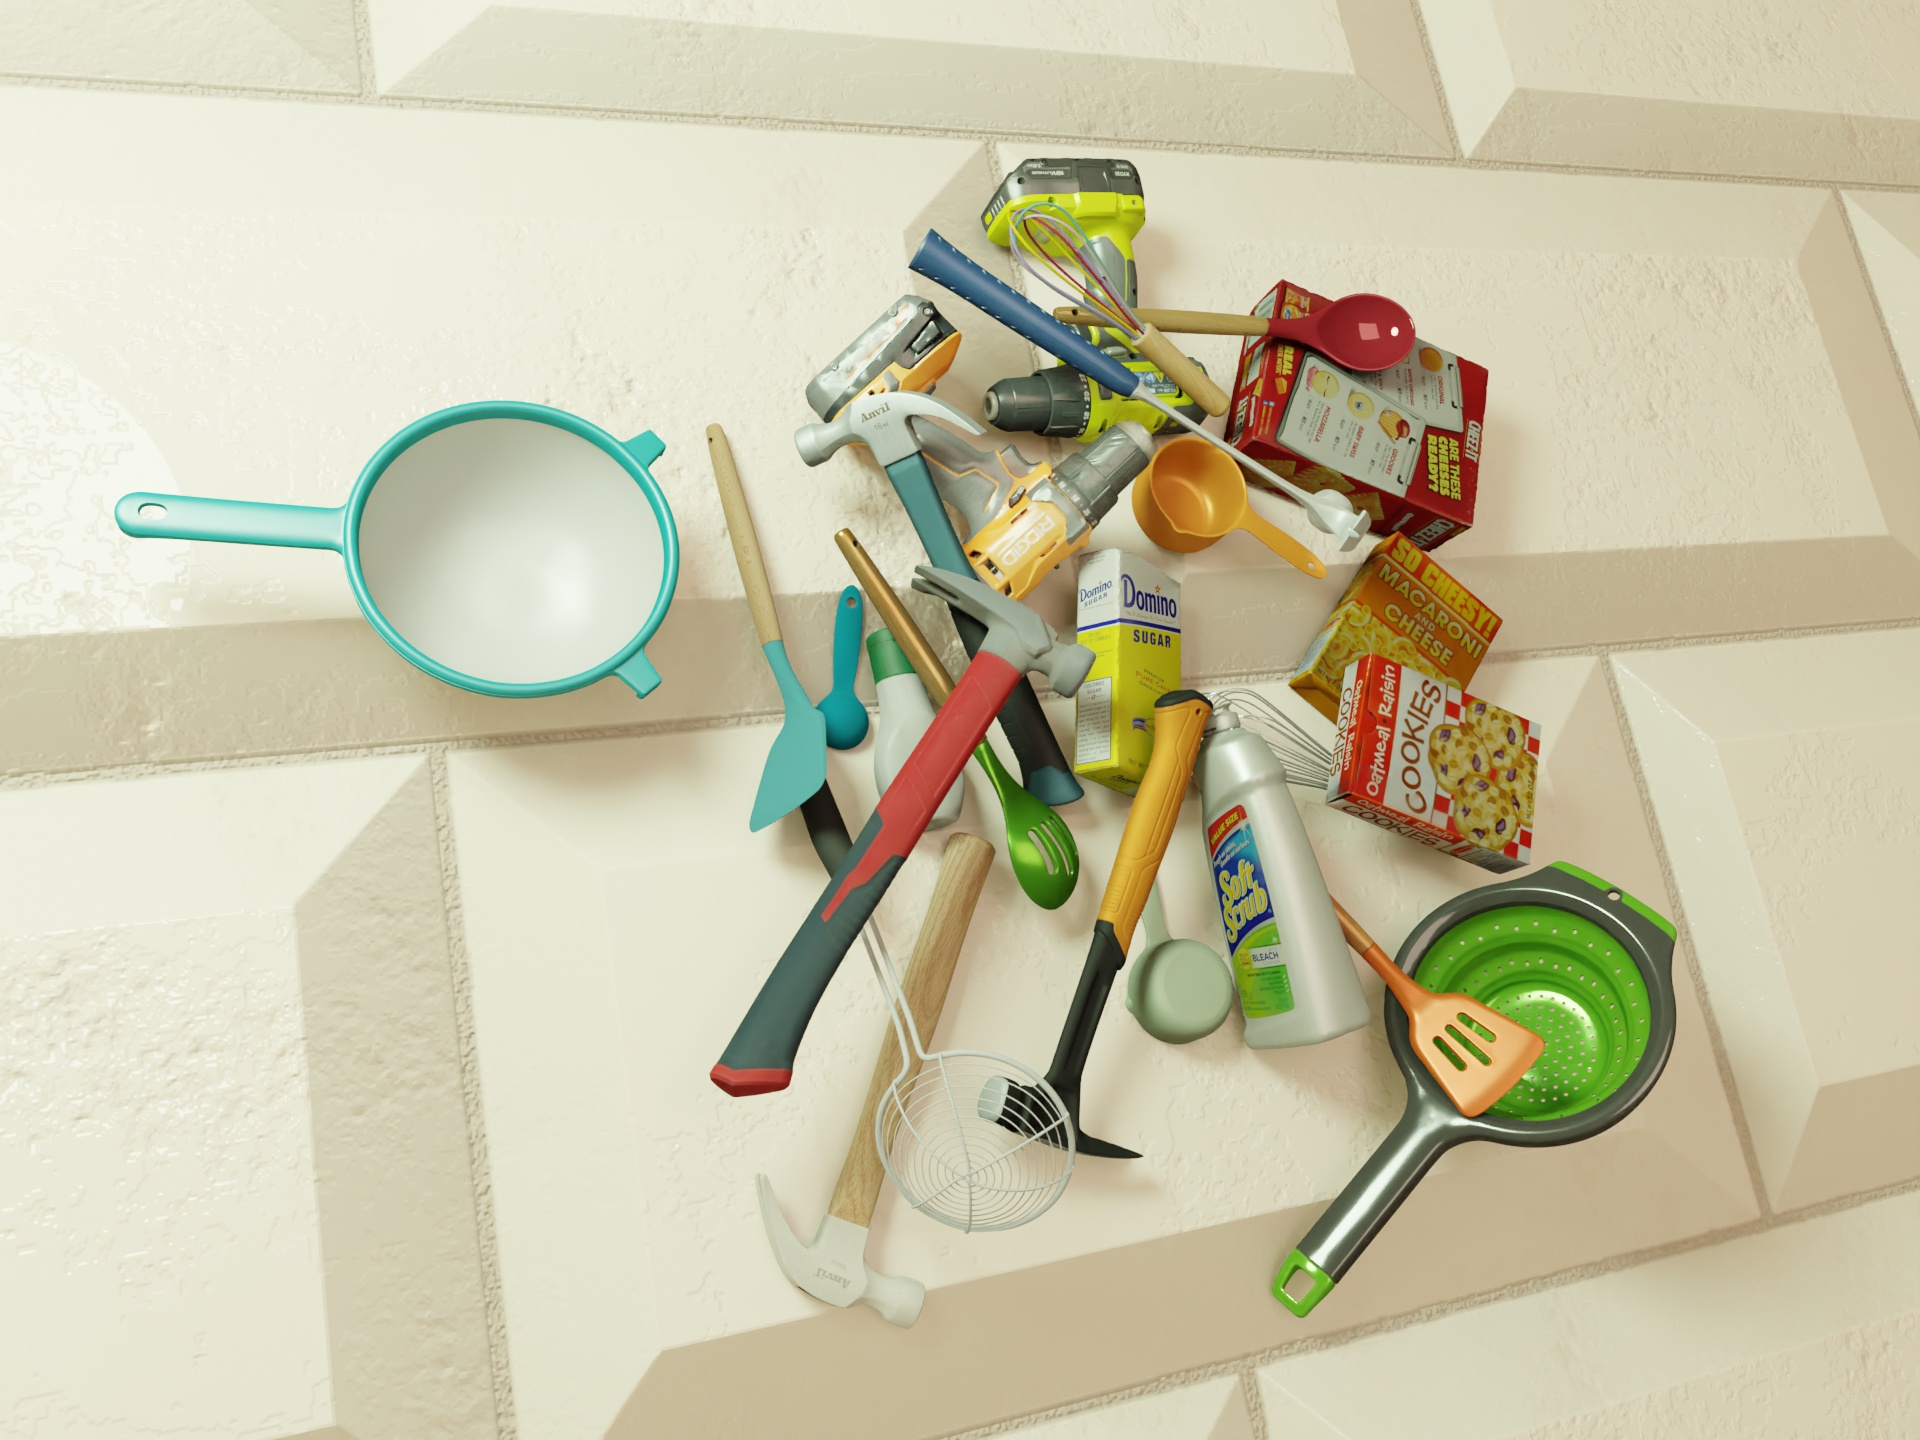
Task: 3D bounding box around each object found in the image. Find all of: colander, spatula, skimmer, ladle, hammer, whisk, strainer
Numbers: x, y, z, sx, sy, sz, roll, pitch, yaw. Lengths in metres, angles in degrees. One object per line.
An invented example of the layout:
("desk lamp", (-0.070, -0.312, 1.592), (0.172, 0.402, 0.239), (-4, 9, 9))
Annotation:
("colander", (0.377, 0.291, 1.192), (0.397, 0.094, 0.205), (-47, 51, -9))
("spatula", (0.291, 0.152, 1.196), (0.081, 0.041, 0.323), (-42, 76, -5))
("skimmer", (-0.039, 0.164, 1.069), (0.090, 0.127, 0.364), (30, 30, -54))
("ladle", (0.223, -0.319, 1.285), (0.315, 0.031, 0.069), (-1, 78, -18))
("hammer", (-0.060, 0.068, 1.044), (0.143, 0.038, 0.386), (30, 65, 6))
("spatula", (-0.147, -0.078, 1.131), (0.044, 0.082, 0.318), (4, 61, -46))
("hammer", (0.120, 0.138, 1.128), (0.127, 0.034, 0.337), (26, 77, -27))
("whisk", (0.125, -0.313, 1.223), (0.244, 0.047, 0.051), (34, 97, -29))
("strainer", (-0.361, -0.104, 1.046), (0.340, 0.095, 0.211), (3, 70, -17))
("hammer", (0.141, -0.246, 1.204), (0.405, 0.144, 0.035), (31, 105, -9))
("whisk", (0.302, 0.045, 1.264), (0.284, 0.070, 0.070), (24, 67, -17))
("hammer", (-0.042, 0.230, 1.090), (0.130, 0.031, 0.331), (24, 66, -12))
("hammer", (0.005, -0.085, 1.160), (0.128, 0.033, 0.331), (-23, 99, 15))

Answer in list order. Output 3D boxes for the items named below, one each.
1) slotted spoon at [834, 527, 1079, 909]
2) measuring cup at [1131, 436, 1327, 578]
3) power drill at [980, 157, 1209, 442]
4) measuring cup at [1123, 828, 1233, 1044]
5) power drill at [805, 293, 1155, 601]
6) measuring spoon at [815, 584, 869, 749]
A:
("slotted spoon", (-0.002, -0.004, 1.141), (0.070, 0.031, 0.314), (-34, 91, -47))
("measuring cup", (0.218, -0.158, 1.299), (0.173, 0.052, 0.095), (32, 65, -10))
("power drill", (0.092, -0.335, 1.296), (0.190, 0.080, 0.229), (-7, 79, -22))
("measuring cup", (0.154, 0.156, 1.181), (0.083, 0.038, 0.168), (-10, 79, -23))
("power drill", (0.018, -0.214, 1.198), (0.185, 0.084, 0.226), (-42, 92, 2))
("measuring spoon", (-0.082, -0.042, 1.166), (0.042, 0.021, 0.129), (9, 72, -18))
